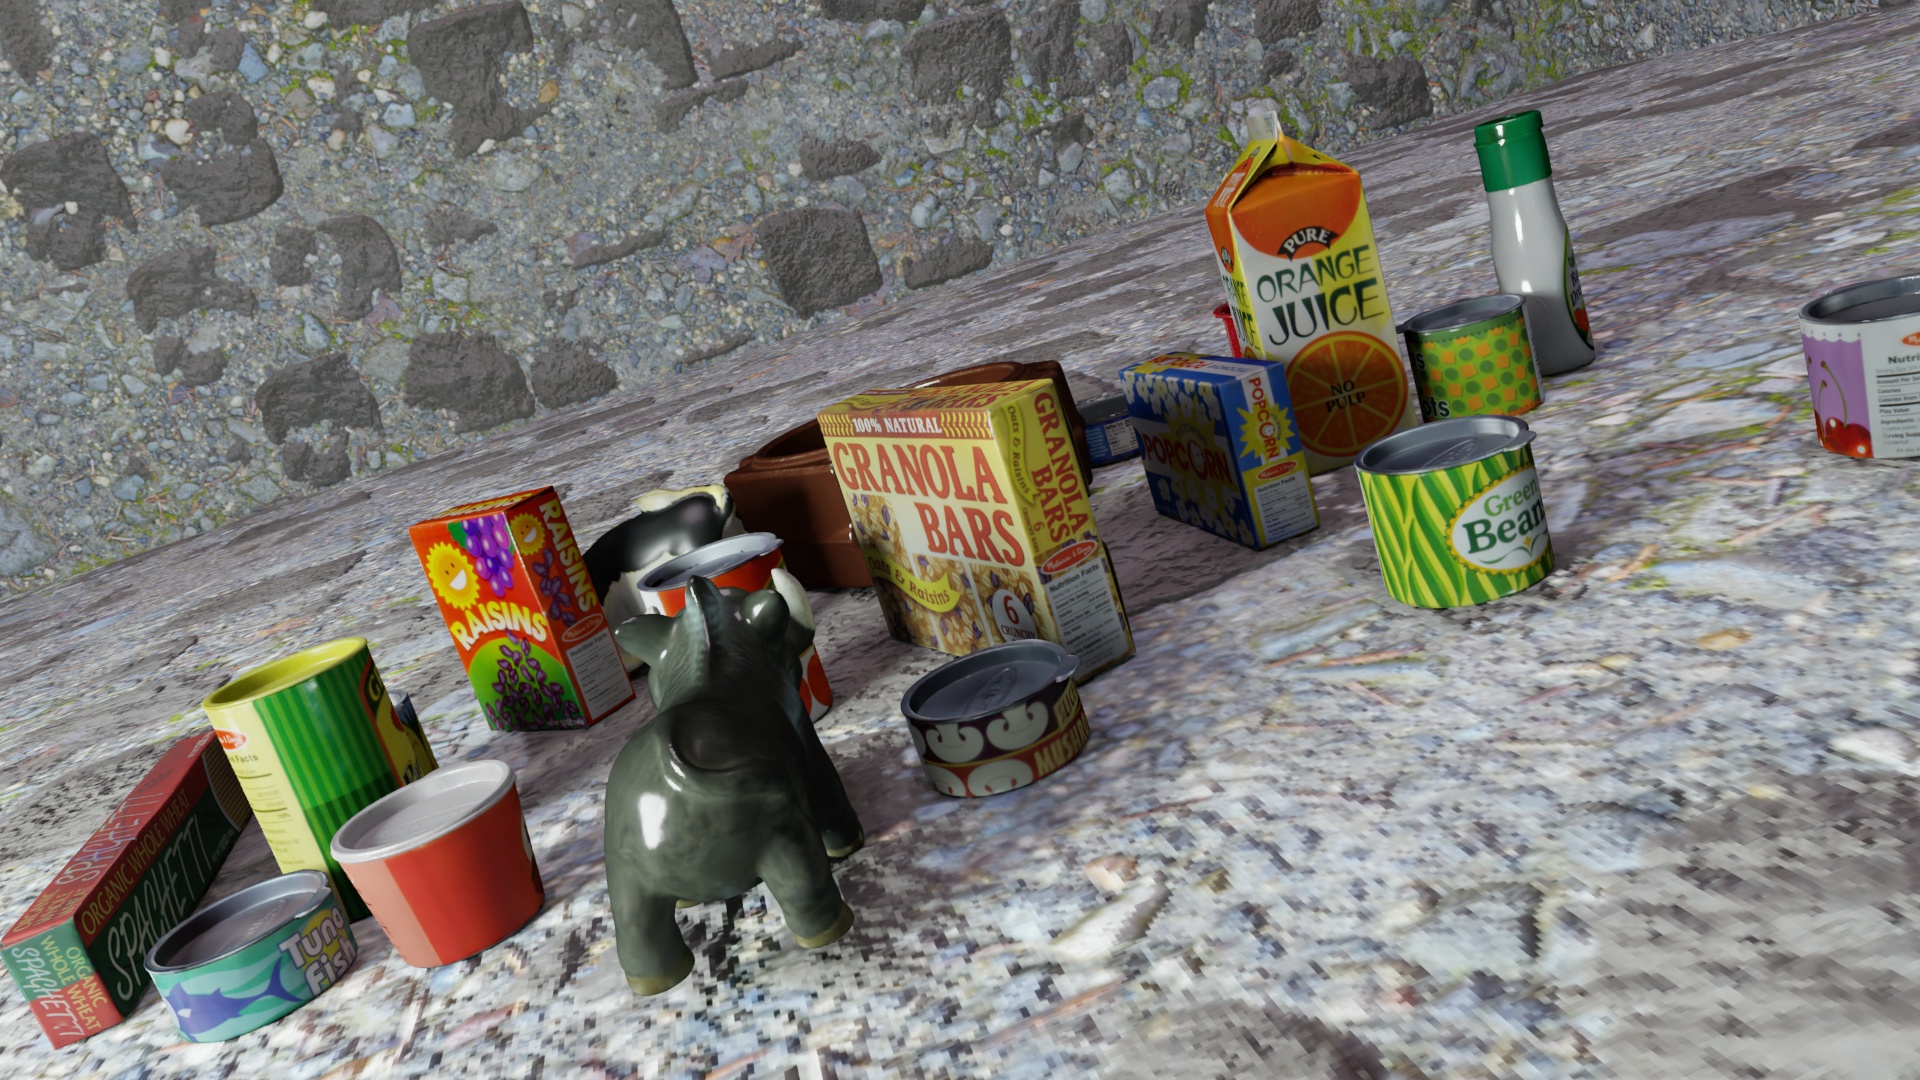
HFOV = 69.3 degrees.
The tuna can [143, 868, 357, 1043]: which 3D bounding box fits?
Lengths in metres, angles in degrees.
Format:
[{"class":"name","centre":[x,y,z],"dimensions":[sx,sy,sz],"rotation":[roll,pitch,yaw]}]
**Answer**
[{"class":"tuna can","centre":[-0.264,0.156,0.525],"dimensions":[0.071,0.032,0.071],"rotation":[-17,14,4]}]

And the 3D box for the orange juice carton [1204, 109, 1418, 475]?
[{"class":"orange juice carton","centre":[0.188,-0.139,0.763],"dimensions":[0.073,0.192,0.072],"rotation":[-17,14,4]}]

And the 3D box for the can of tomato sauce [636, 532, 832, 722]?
[{"class":"can of tomato sauce","centre":[-0.100,0.046,0.637],"dimensions":[0.071,0.083,0.071],"rotation":[-17,14,4]}]

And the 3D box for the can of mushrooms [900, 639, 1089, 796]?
[{"class":"can of mushrooms","centre":[0.016,0.066,0.524],"dimensions":[0.071,0.033,0.071],"rotation":[-17,14,4]}]

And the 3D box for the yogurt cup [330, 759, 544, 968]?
[{"class":"yogurt cup","centre":[-0.192,0.122,0.521],"dimensions":[0.072,0.053,0.072],"rotation":[-17,14,4]}]

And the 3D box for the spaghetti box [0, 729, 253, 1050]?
[{"class":"spaghetti box","centre":[-0.376,0.150,0.646],"dimensions":[0.029,0.050,0.250],"rotation":[-21,15,-11]}]

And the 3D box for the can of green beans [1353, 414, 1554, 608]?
[{"class":"can of green beans","centre":[0.196,-0.012,0.551],"dimensions":[0.071,0.057,0.071],"rotation":[-17,14,4]}]

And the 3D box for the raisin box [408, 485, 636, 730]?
[{"class":"raisin box","centre":[-0.234,0.038,0.744],"dimensions":[0.086,0.123,0.040],"rotation":[-7,17,36]}]

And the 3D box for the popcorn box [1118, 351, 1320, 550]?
[{"class":"popcorn box","centre":[0.131,-0.050,0.715],"dimensions":[0.038,0.085,0.127],"rotation":[-21,14,-11]}]

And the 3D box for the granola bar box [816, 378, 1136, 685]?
[{"class":"granola bar box","centre":[0.002,-0.008,0.633],"dimensions":[0.039,0.124,0.165],"rotation":[-25,16,-26]}]

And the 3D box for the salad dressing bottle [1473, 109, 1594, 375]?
[{"class":"salad dressing bottle","centre":[0.330,-0.171,0.803],"dimensions":[0.044,0.147,0.064],"rotation":[-10,16,30]}]

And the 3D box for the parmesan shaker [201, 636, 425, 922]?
[{"class":"parmesan shaker","centre":[-0.266,0.101,0.589],"dimensions":[0.071,0.103,0.071],"rotation":[-17,14,4]}]

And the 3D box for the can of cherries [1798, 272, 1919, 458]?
[{"class":"can of cherries","centre":[0.376,-0.071,0.554],"dimensions":[0.071,0.058,0.072],"rotation":[-17,14,4]}]

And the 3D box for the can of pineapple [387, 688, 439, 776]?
[{"class":"can of pineapple","centre":[-0.286,0.111,0.665],"dimensions":[0.071,0.057,0.071],"rotation":[-17,14,4]}]

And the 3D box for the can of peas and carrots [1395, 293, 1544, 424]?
[{"class":"can of peas and carrots","centre":[0.282,-0.099,0.770],"dimensions":[0.071,0.058,0.071],"rotation":[-17,14,4]}]
